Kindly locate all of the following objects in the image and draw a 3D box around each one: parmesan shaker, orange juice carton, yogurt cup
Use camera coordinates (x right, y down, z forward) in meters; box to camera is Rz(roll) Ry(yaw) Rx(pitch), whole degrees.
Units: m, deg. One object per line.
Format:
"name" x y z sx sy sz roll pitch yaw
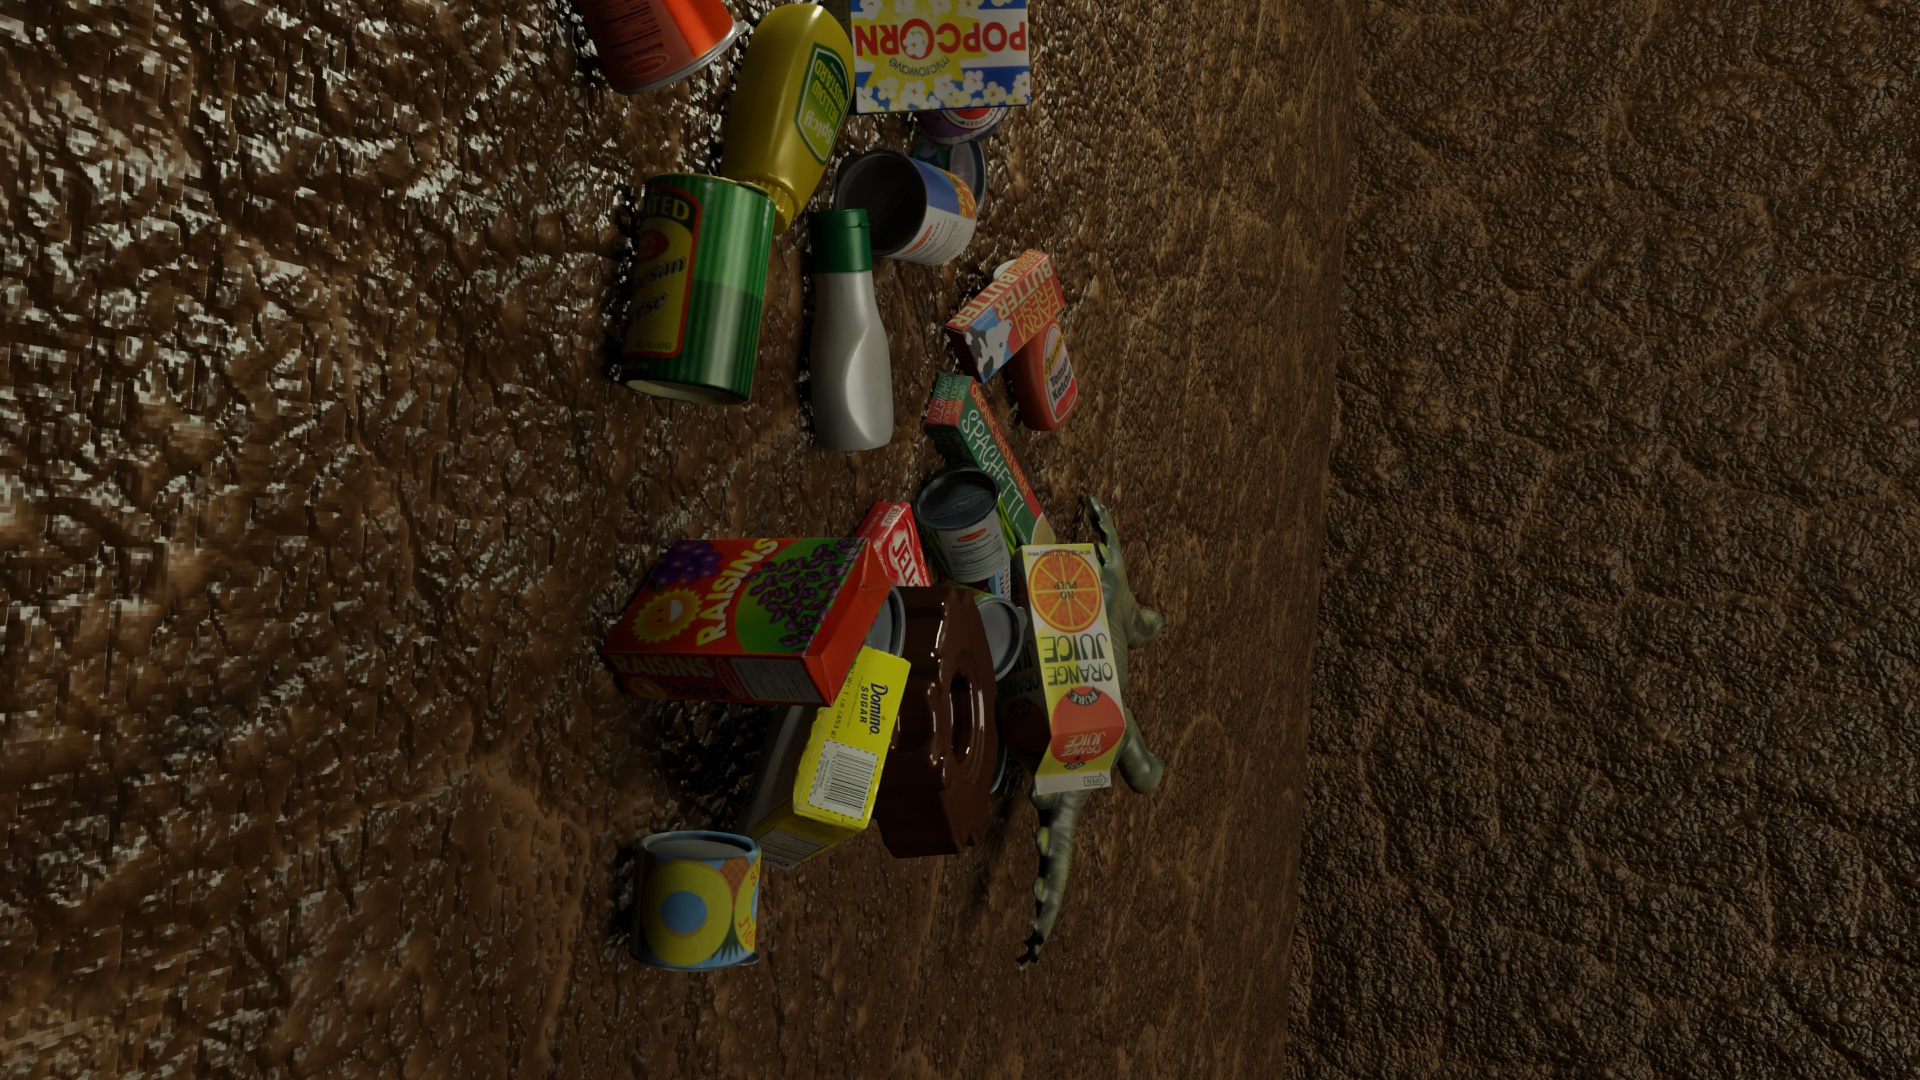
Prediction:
"parmesan shaker" -0.130 -0.124 0.697 0.071 0.071 0.103 17 78 -66
"orange juice carton" 0.075 0.104 1.110 0.072 0.072 0.193 -1 75 -30
"yogurt cup" -0.146 -0.250 0.652 0.053 0.072 0.073 64 37 -37

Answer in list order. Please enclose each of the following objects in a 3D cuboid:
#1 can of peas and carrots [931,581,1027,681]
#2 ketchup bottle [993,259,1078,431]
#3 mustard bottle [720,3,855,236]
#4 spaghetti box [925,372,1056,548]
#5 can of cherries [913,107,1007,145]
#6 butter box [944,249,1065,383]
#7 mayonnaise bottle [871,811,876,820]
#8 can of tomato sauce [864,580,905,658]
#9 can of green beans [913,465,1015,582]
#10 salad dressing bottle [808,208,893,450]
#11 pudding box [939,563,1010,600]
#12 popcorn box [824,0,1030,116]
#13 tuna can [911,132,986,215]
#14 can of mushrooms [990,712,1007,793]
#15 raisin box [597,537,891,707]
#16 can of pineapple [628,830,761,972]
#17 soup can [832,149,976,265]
"can of peas and carrots" 0.005 0.066 1.026 0.071 0.059 0.070 -11 108 -39
"ketchup bottle" 0.061 -0.165 1.164 0.065 0.043 0.148 -59 145 -35
"mustard bottle" -0.101 -0.221 0.775 0.065 0.049 0.161 47 52 -58
"spaghetti box" 0.029 -0.044 1.129 0.249 0.028 0.050 58 41 -54
"can of cherries" -0.005 -0.315 0.953 0.058 0.071 0.072 58 42 -54
"butter box" 0.035 -0.174 1.077 0.104 0.024 0.053 -45 136 -21
"mayonnaise bottle" -0.027 0.149 1.017 0.149 0.041 0.064 -48 133 -55
"can of tomato sauce" -0.085 0.053 0.816 0.071 0.083 0.071 3 91 -66
"can of green beans" 0.004 -0.011 1.031 0.057 0.071 0.071 72 32 -43
"salad dressing bottle" -0.071 -0.132 0.869 0.064 0.044 0.147 -29 119 -60
"pudding box" 0.012 0.045 1.080 0.030 0.049 0.083 -34 125 -63
"popcorn box" -0.019 -0.315 0.876 0.127 0.038 0.085 -11 109 -25
"tuna can" -0.008 -0.261 1.002 0.071 0.033 0.071 3 91 -66
"can of mushrooms" 0.010 0.171 1.117 0.071 0.033 0.071 4 91 -67
"raisin box" -0.109 0.040 0.706 0.086 0.123 0.040 -65 143 -41
"can of pineapple" -0.138 0.189 0.735 0.071 0.071 0.058 2 92 -67
"soup can" -0.036 -0.218 0.908 0.084 0.071 0.071 -14 107 -66
